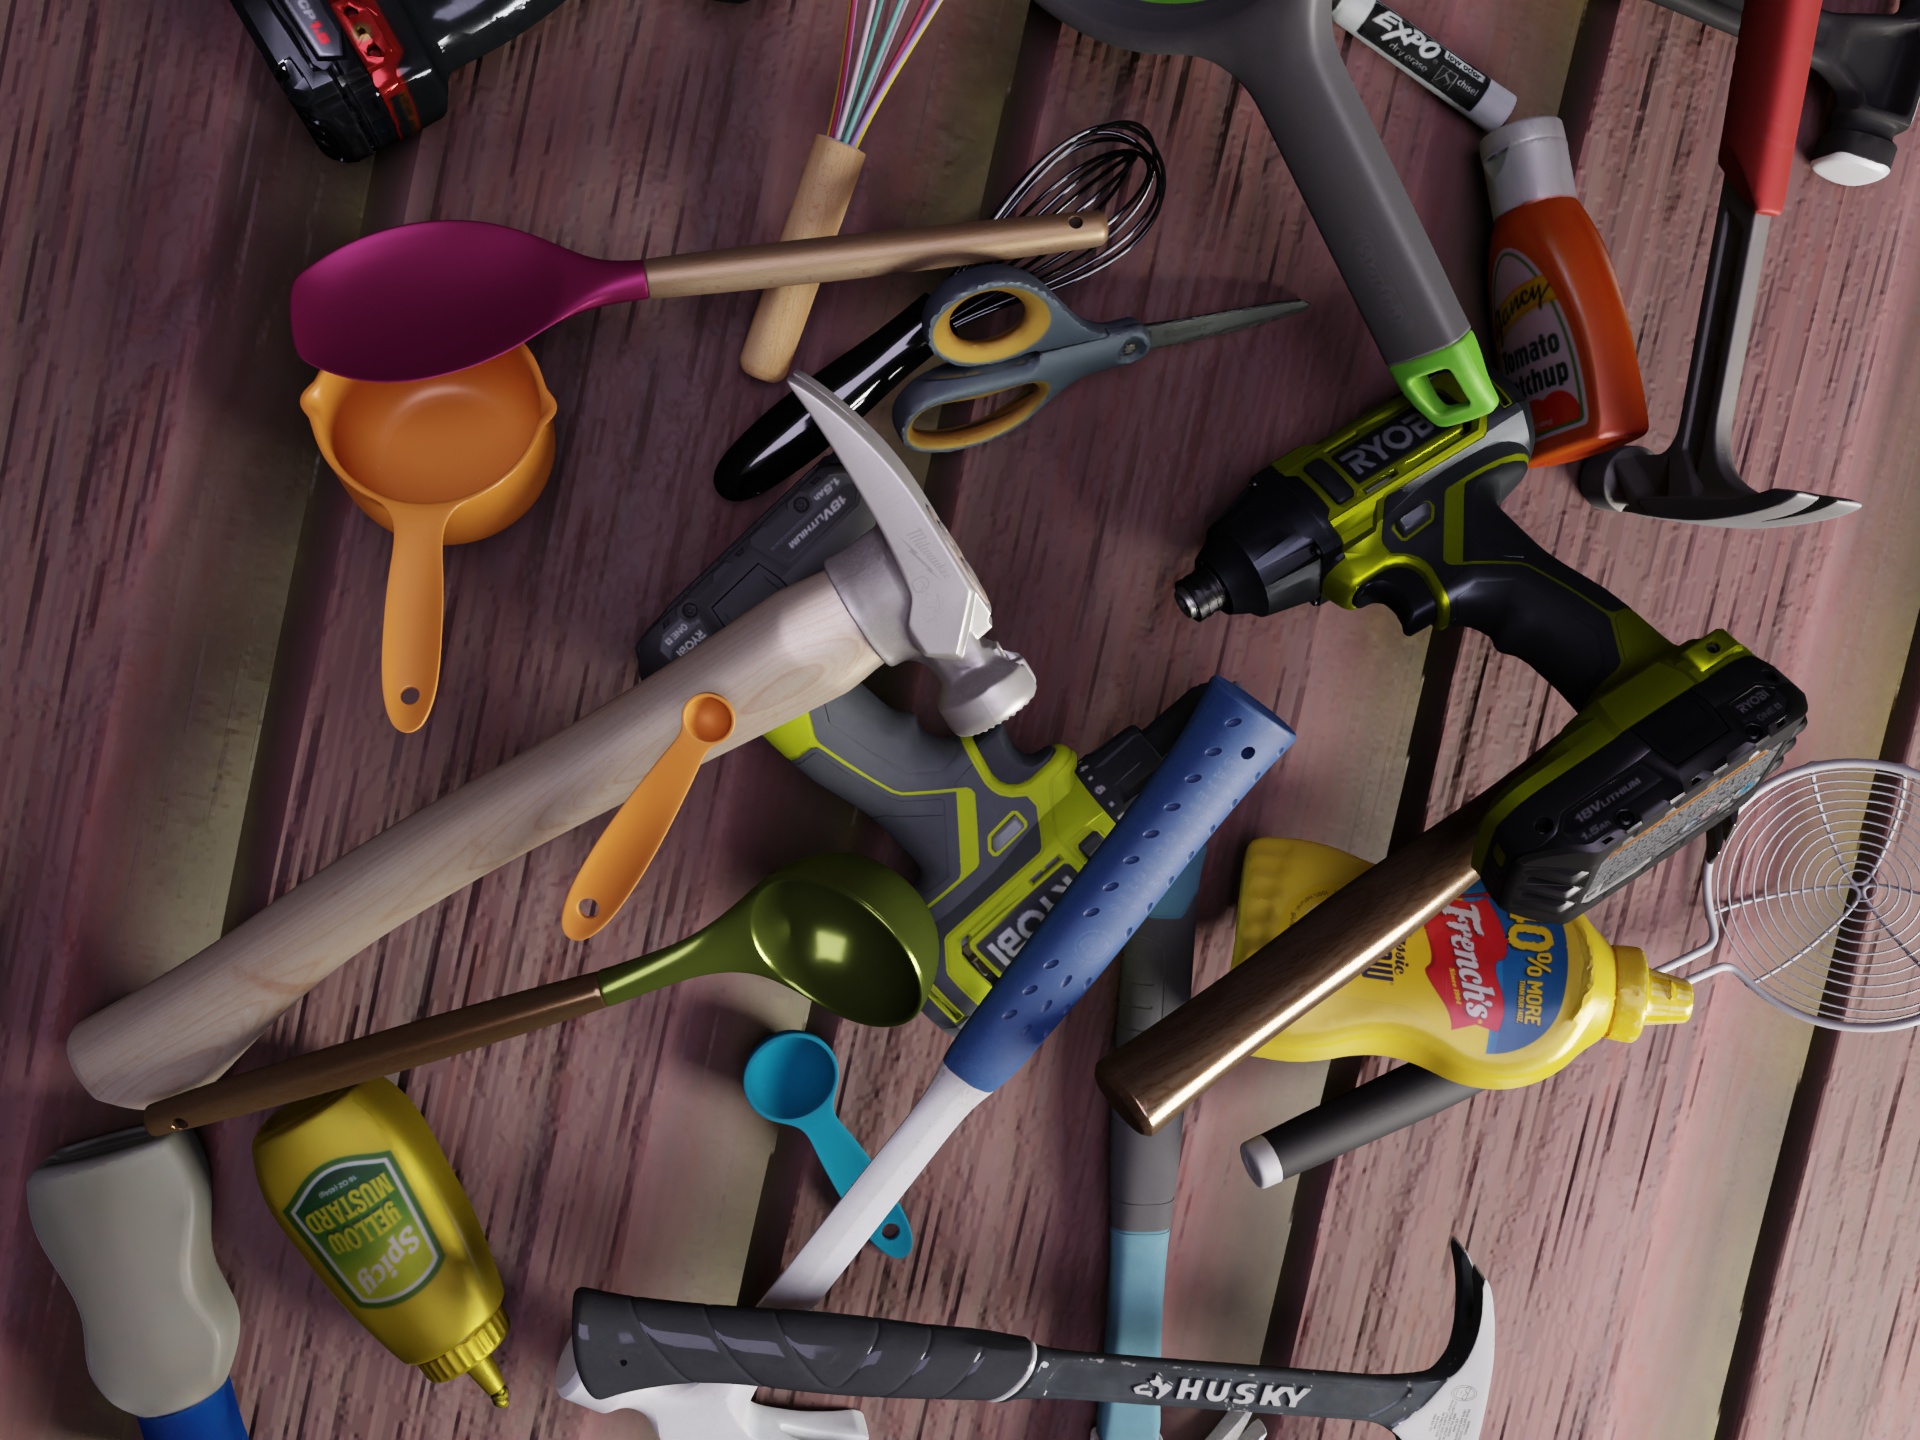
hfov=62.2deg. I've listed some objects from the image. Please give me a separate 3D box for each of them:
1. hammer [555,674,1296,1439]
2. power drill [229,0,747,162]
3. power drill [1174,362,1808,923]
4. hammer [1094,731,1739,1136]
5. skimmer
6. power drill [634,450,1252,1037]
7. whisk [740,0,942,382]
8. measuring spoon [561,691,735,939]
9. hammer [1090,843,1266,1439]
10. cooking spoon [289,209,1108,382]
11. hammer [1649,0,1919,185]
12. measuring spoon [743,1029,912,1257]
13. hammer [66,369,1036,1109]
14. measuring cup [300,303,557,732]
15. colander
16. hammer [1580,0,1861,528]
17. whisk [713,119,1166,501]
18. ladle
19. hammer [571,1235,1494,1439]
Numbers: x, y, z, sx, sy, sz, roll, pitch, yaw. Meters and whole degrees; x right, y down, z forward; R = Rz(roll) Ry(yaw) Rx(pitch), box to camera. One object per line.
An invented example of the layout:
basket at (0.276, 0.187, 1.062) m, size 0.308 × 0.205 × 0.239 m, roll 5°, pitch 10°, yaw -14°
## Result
hammer at (0.001, 0.156, 0.656) m, size 0.144 × 0.035 × 0.405 m, roll 32°, pitch 103°, yaw -21°
power drill at (-0.186, -0.341, 0.612) m, size 0.226 × 0.080 × 0.188 m, roll -30°, pitch 100°, yaw -9°
power drill at (0.211, -0.035, 0.660) m, size 0.171 × 0.080 × 0.223 m, roll -31°, pitch 60°, yaw -8°
hammer at (0.197, 0.067, 0.669) m, size 0.331 × 0.031 × 0.130 m, roll -33°, pitch 56°, yaw -17°
skimmer at (0.298, 0.127, 0.721) m, size 0.363 × 0.090 × 0.127 m, roll -21°, pitch 73°, yaw -11°
power drill at (-0.001, -0.002, 0.664) m, size 0.190 × 0.080 × 0.228 m, roll -43°, pitch 102°, yaw 7°
whisk at (-0.044, -0.257, 0.645) m, size 0.047 × 0.051 × 0.245 m, roll 12°, pitch 108°, yaw -35°
measuring spoon at (-0.116, 0.036, 0.589) m, size 0.021 × 0.011 × 0.117 m, roll 33°, pitch 108°, yaw -5°
hammer at (0.082, 0.218, 0.730) m, size 0.128 × 0.033 × 0.331 m, roll 2°, pitch 95°, yaw -9°
cooking spoon at (-0.097, -0.175, 0.623) m, size 0.319 × 0.017 × 0.069 m, roll -9°, pitch 73°, yaw -7°
hammer at (0.291, -0.356, 0.715) m, size 0.336 × 0.034 × 0.127 m, roll 15°, pitch 93°, yaw -11°
measuring spoon at (-0.056, 0.190, 0.715) m, size 0.042 × 0.021 × 0.128 m, roll -31°, pitch 109°, yaw -7°
hammer at (-0.182, 0.030, 0.610) m, size 0.410 × 0.038 × 0.146 m, roll -30°, pitch 105°, yaw 9°
measuring cup at (-0.204, -0.073, 0.618) m, size 0.095 × 0.052 × 0.174 m, roll 0°, pitch 74°, yaw -6°
colander at (0.130, -0.306, 0.627) m, size 0.094 × 0.204 × 0.397 m, roll -43°, pitch 109°, yaw -33°
hammer at (0.341, -0.261, 0.661) m, size 0.036 × 0.149 × 0.359 m, roll 6°, pitch 98°, yaw -12°
whisk at (-0.009, -0.170, 0.676) m, size 0.239 × 0.055 × 0.055 m, roll -38°, pitch 100°, yaw 0°
ladle at (-0.164, 0.119, 0.616) m, size 0.320 × 0.062 × 0.078 m, roll -16°, pitch 122°, yaw 0°
hammer at (0.041, 0.273, 0.672) m, size 0.408 × 0.036 × 0.149 m, roll 10°, pitch 107°, yaw -14°
